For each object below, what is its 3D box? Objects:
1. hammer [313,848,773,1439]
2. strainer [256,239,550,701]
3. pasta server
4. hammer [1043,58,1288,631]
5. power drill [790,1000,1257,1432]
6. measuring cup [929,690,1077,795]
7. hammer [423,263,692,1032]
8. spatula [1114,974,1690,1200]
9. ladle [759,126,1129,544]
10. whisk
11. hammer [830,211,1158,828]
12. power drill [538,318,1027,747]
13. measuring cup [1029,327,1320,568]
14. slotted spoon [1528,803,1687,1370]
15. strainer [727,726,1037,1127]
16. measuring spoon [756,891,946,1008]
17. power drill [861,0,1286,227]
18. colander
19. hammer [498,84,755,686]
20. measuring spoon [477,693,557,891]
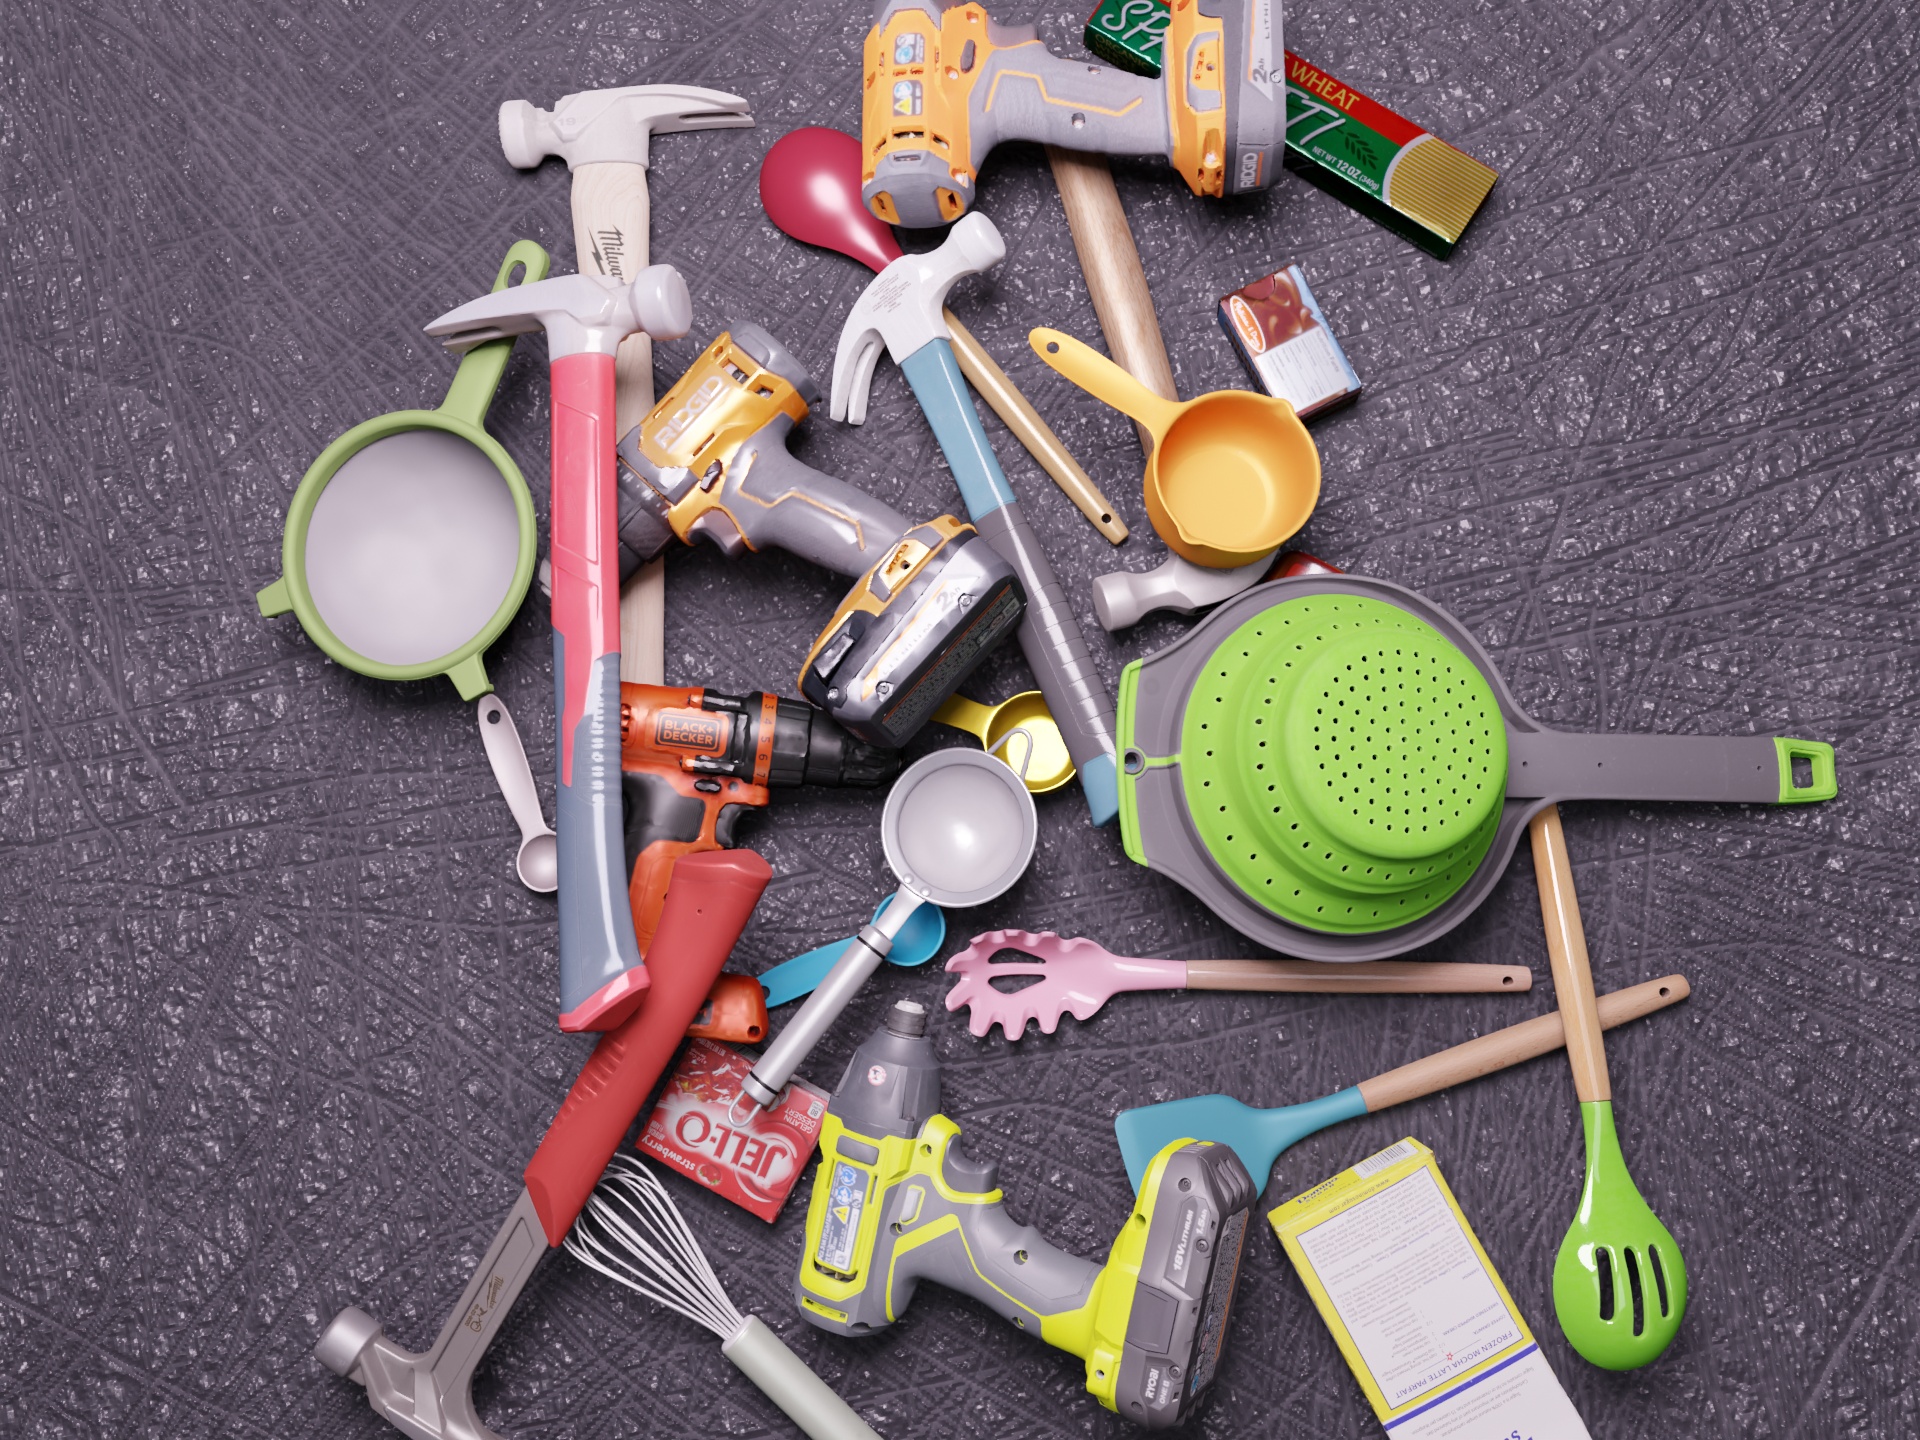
[{"bbox_3d":[-0.189,0.225,0.814,0.149,0.037,0.359,32,99,2],"label":"hammer"},{"bbox_3d":[-0.279,-0.143,0.901,0.151,0.069,0.256,21,88,12],"label":"strainer"},{"bbox_3d":[0.150,0.141,0.863,0.316,0.040,0.060,0,97,3],"label":"pasta server"},{"bbox_3d":[0.099,-0.221,0.898,0.130,0.031,0.331,-15,81,-6],"label":"hammer"},{"bbox_3d":[0.028,0.251,0.815,0.223,0.080,0.171,12,89,25],"label":"power drill"},{"bbox_3d":[-0.001,-0.003,0.897,0.156,0.029,0.062,21,82,15],"label":"measuring cup"},{"bbox_3d":[-0.203,-0.039,0.802,0.143,0.038,0.386,-7,78,15],"label":"hammer"},{"bbox_3d":[0.241,0.196,0.849,0.317,0.044,0.082,-20,79,1],"label":"spatula"},{"bbox_3d":[-0.008,-0.223,0.915,0.069,0.031,0.315,-40,85,2],"label":"ladle"},{"bbox_3d":[-0.127,0.327,0.862,0.246,0.059,0.058,43,71,2],"label":"whisk"},{"bbox_3d":[0.026,-0.101,0.864,0.128,0.033,0.331,-28,79,27],"label":"hammer"},{"bbox_3d":[-0.101,-0.082,0.839,0.226,0.084,0.185,42,88,18],"label":"power drill"},{"bbox_3d":[0.106,-0.148,0.844,0.173,0.052,0.095,35,80,5],"label":"measuring cup"},{"bbox_3d":[0.324,0.172,0.829,0.070,0.031,0.314,-3,74,-5],"label":"slotted spoon"},{"bbox_3d":[-0.041,0.111,0.851,0.087,0.050,0.258,36,82,18],"label":"strainer"},{"bbox_3d":[-0.065,0.134,0.893,0.128,0.021,0.042,-25,73,10],"label":"measuring spoon"},{"bbox_3d":[0.058,-0.360,0.866,0.226,0.084,0.164,-2,80,7],"label":"power drill"},{"bbox_3d":[0.282,0.018,0.802,0.397,0.094,0.204,1,81,-8],"label":"colander"},{"bbox_3d":[-0.183,-0.164,0.916,0.146,0.038,0.411,-4,85,2],"label":"hammer"},{"bbox_3d":[-0.251,0.041,0.915,0.034,0.018,0.124,-24,77,2],"label":"measuring spoon"}]
